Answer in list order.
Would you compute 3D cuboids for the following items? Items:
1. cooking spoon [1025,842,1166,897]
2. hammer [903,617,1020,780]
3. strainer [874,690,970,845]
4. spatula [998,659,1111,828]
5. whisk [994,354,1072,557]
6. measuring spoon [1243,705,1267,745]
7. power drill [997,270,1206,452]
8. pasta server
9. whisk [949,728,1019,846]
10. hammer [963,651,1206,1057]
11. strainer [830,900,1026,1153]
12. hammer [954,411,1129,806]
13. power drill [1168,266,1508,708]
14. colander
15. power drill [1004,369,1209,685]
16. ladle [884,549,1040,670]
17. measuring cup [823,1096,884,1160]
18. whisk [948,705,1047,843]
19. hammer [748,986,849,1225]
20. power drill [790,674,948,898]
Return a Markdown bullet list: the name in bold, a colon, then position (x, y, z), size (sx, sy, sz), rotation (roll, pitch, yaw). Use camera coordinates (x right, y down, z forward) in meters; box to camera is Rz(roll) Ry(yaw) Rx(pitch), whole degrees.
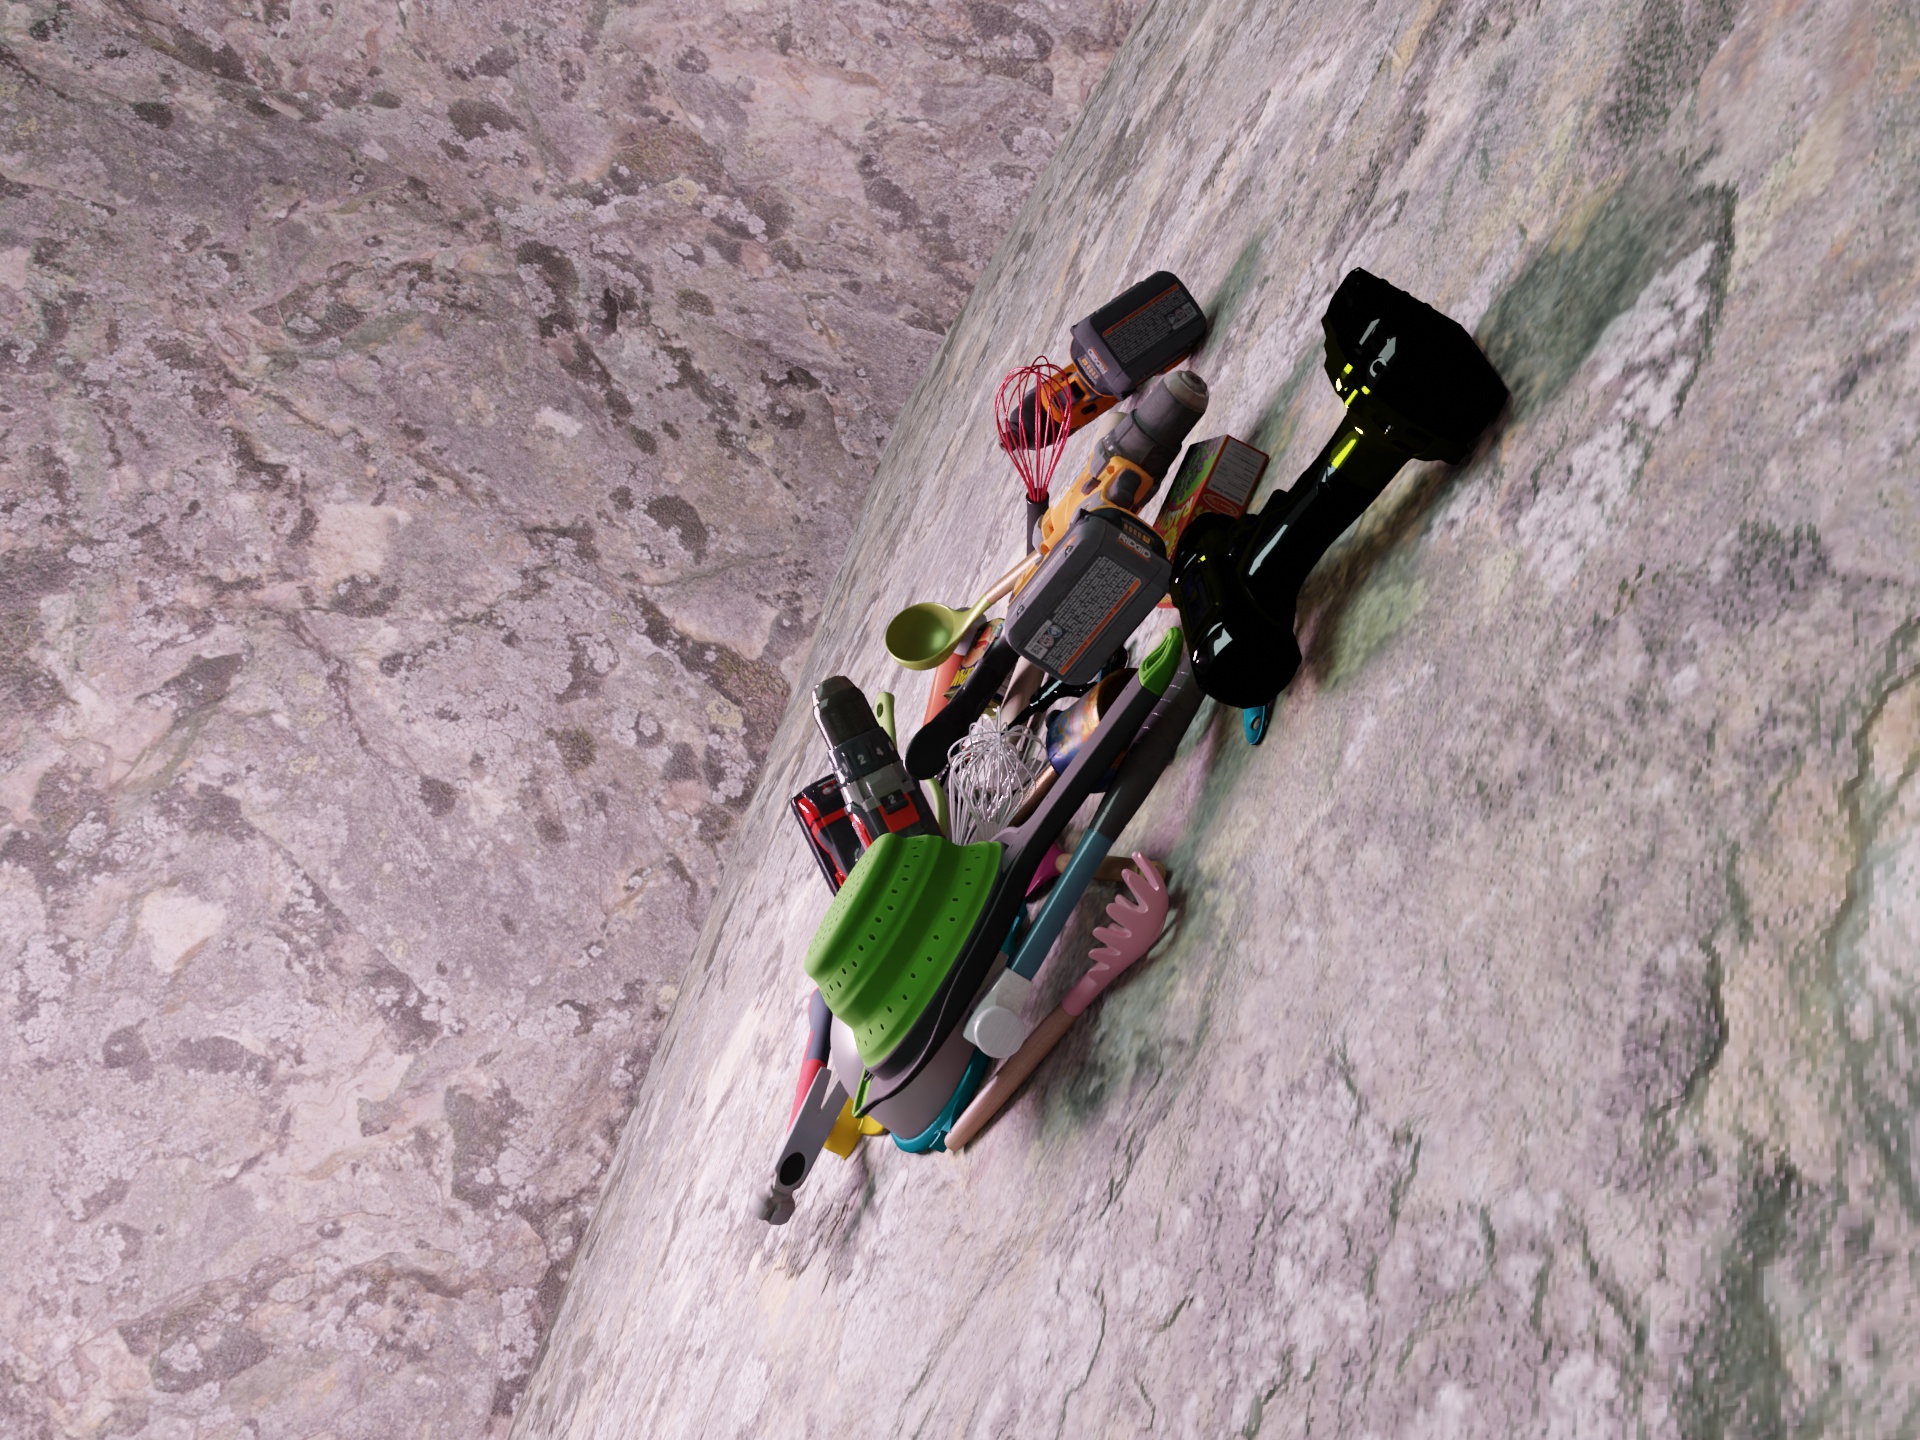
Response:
- **cooking spoon**: position (0.083, 0.104, 1.137), size (0.319, 0.017, 0.069), rotation (166, 119, -76)
- **hammer**: position (-0.002, -0.004, 1.299), size (0.146, 0.035, 0.335), rotation (-56, -1, 15)
- **strainer**: position (-0.042, 0.082, 1.505), size (0.151, 0.069, 0.257), rotation (-44, 39, 37)
- **spatula**: position (0.063, 0.042, 1.288), size (0.317, 0.044, 0.082), rotation (126, 162, -47)
- **whisk**: position (0.073, -0.228, 1.518), size (0.295, 0.073, 0.073), rotation (84, -162, -53)
- **measuring spoon**: position (0.189, -0.040, 0.977), size (0.042, 0.021, 0.129), rotation (-33, 43, 52)
- **power drill**: position (0.127, -0.332, 1.536), size (0.164, 0.084, 0.226), rotation (-37, 3, -18)
- **pasta server**: position (0.054, 0.196, 1.036), size (0.316, 0.040, 0.060), rotation (-57, -1, 40)
- **whisk**: position (0.001, 0.110, 1.337), size (0.059, 0.057, 0.246), rotation (-119, 35, -47)
- **hammer**: position (0.096, 0.062, 1.010), size (0.331, 0.033, 0.128), rotation (-58, 1, -8)
- **strainer**: position (-0.066, 0.231, 1.306), size (0.340, 0.095, 0.211), rotation (-21, 47, 68)
- **hammer**: position (0.095, -0.118, 1.485), size (0.146, 0.038, 0.411), rotation (-34, 33, 66)
- **power drill**: position (0.199, -0.136, 0.917), size (0.223, 0.080, 0.171), rotation (-56, 20, 31)
- **colander**: position (0.002, 0.081, 1.043), size (0.397, 0.094, 0.205), rotation (-56, 7, 22)
- **power drill**: position (0.115, -0.150, 1.166), size (0.185, 0.084, 0.226), rotation (-51, 13, 32)
- **ladle**: position (0.035, -0.136, 1.517), size (0.320, 0.062, 0.078), rotation (-36, 37, 45)
- **measuring cup**: position (-0.092, 0.348, 1.387), size (0.156, 0.029, 0.062), rotation (135, 156, -66)
- **whisk**: position (0.025, 0.076, 1.214), size (0.284, 0.070, 0.070), rotation (92, -166, -61)
- **hammer**: position (-0.133, 0.319, 1.502), size (0.143, 0.038, 0.386), rotation (-64, 5, 10)
- **power drill**: position (-0.080, 0.066, 1.297), size (0.080, 0.188, 0.226), rotation (-25, -3, -15)
